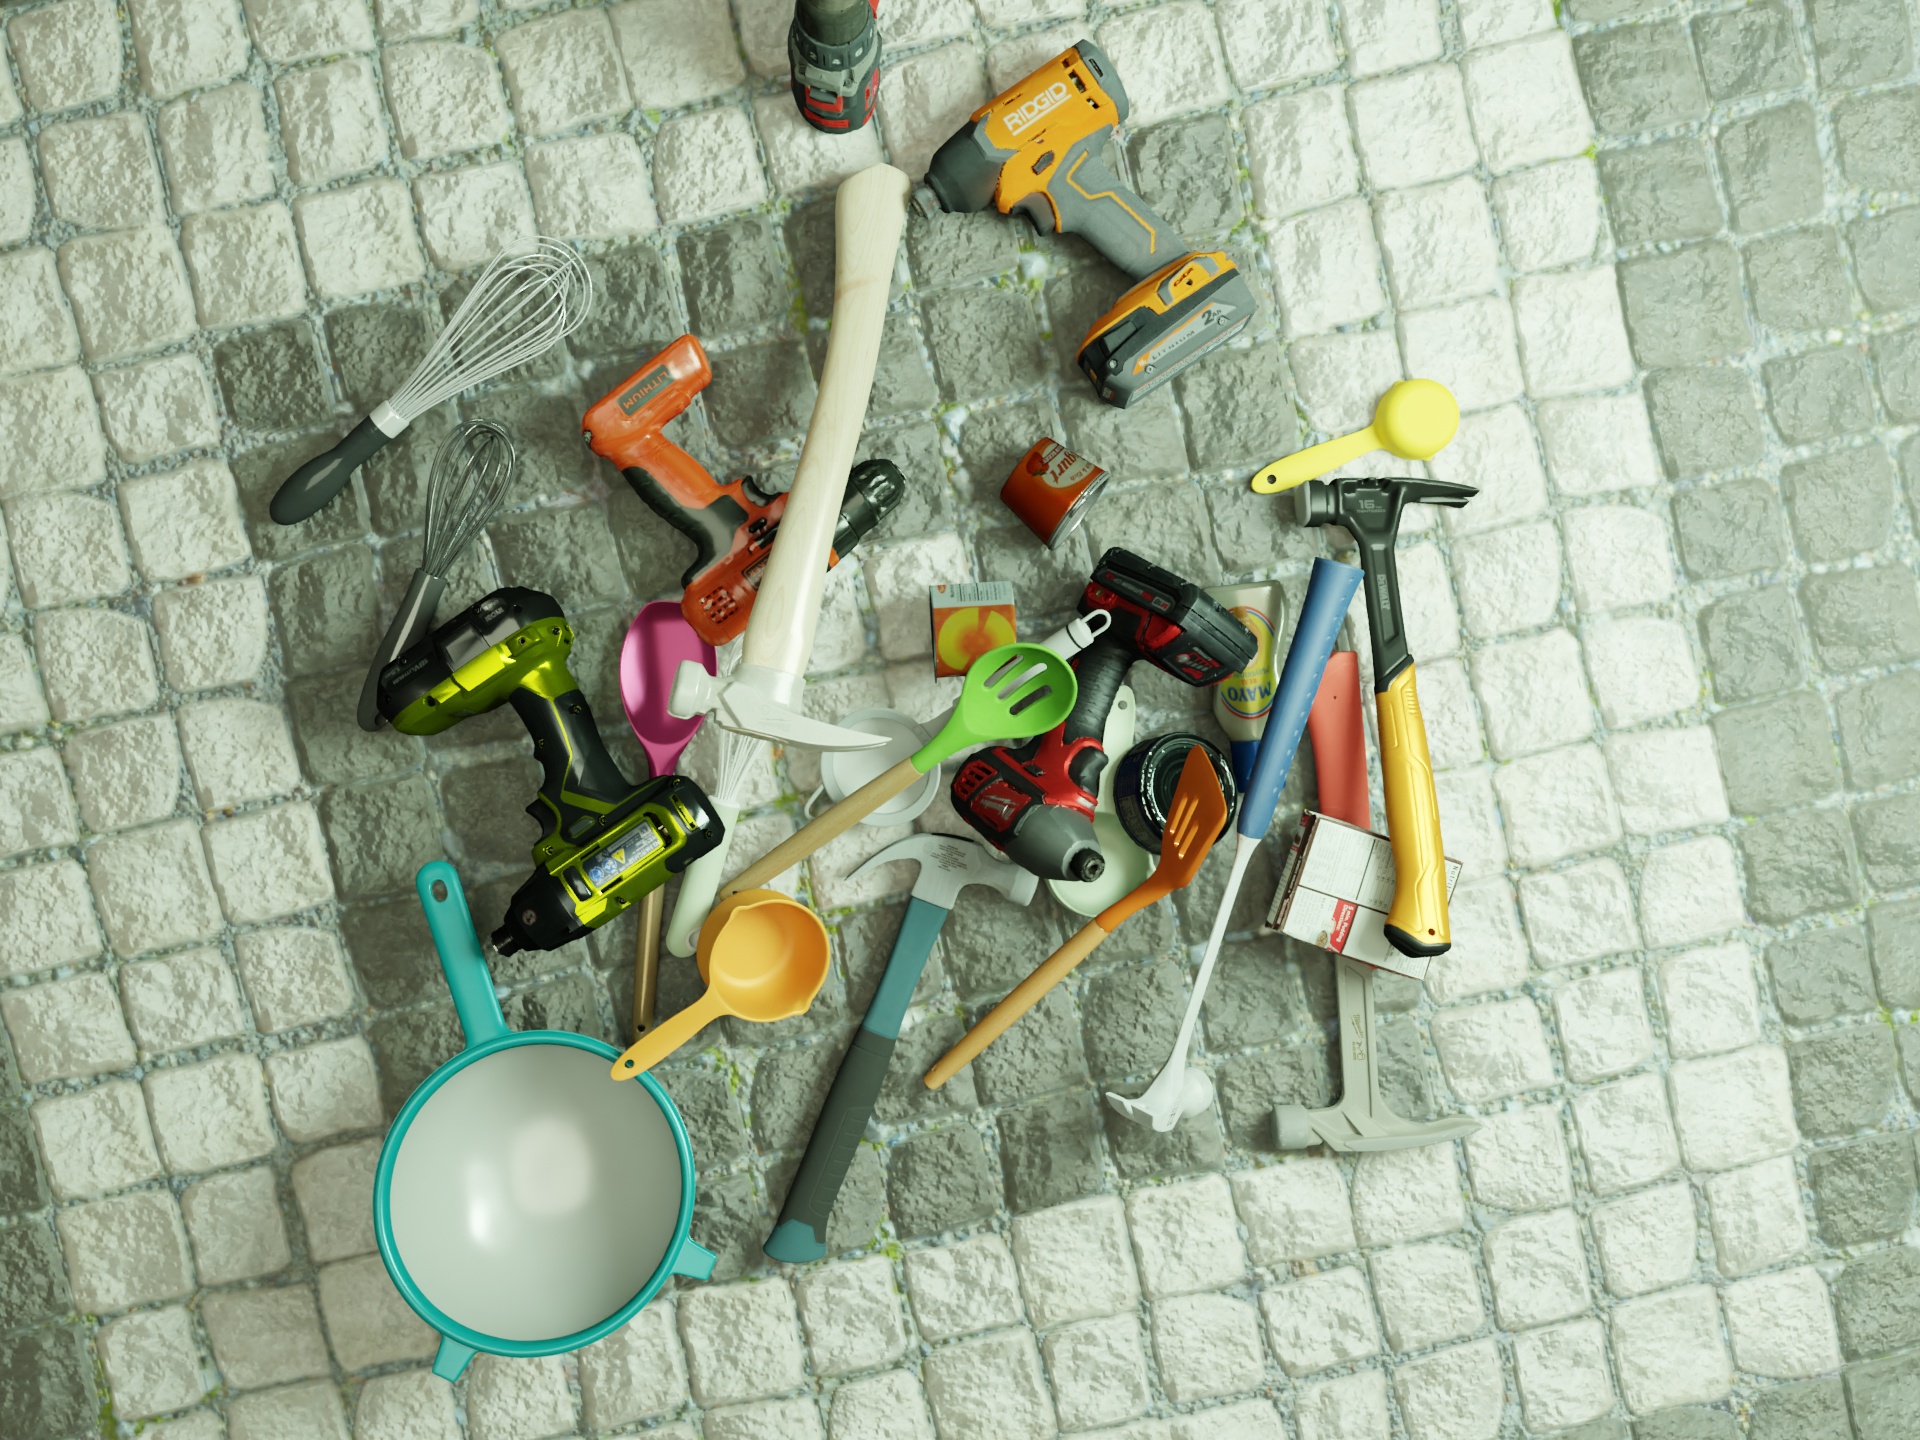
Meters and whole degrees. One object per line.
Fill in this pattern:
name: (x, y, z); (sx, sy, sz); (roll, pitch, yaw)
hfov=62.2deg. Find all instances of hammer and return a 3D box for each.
hammer: (0.191, 0.088, 1.073); (0.035, 0.144, 0.405); (20, 96, 26)
hammer: (0.289, 0.129, 1.143); (0.149, 0.037, 0.359); (-4, 93, -1)
hammer: (0.308, -0.007, 1.092); (0.127, 0.034, 0.337); (-1, 76, -5)
hammer: (-0.080, -0.183, 1.077); (0.146, 0.038, 0.411); (14, 78, -13)
hammer: (-0.062, 0.235, 1.136); (0.128, 0.033, 0.331); (22, 93, 2)

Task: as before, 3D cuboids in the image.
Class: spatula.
spatula: (0.074, 0.150, 1.088); (0.041, 0.081, 0.322); (33, 114, -26)

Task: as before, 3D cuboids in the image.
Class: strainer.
strainer: (-0.310, 0.263, 1.111); (0.211, 0.095, 0.340); (-20, 80, -9)
strainer: (-0.002, -0.004, 1.098); (0.258, 0.050, 0.087); (-33, 95, 21)

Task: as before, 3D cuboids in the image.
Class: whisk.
whisk: (-0.372, -0.101, 1.113); (0.055, 0.055, 0.239); (24, 95, -2)
whisk: (-0.166, 0.050, 1.125); (0.059, 0.057, 0.246); (18, 93, 32)
whisk: (-0.374, -0.231, 1.105); (0.284, 0.070, 0.070); (-39, 93, 4)

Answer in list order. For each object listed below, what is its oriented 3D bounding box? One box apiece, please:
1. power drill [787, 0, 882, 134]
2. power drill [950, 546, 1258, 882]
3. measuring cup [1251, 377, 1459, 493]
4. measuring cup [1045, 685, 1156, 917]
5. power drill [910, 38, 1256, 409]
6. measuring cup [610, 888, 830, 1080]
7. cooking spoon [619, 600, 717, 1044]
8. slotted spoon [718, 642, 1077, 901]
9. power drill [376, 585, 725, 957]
power drill: (-0.061, -0.518, 1.037); (0.080, 0.188, 0.227); (16, 88, -3)
power drill: (0.095, 0.004, 1.079); (0.078, 0.143, 0.219); (33, 93, -39)
measuring cup: (0.282, -0.197, 1.132); (0.156, 0.029, 0.062); (-23, 93, -2)
measuring cup: (0.103, 0.059, 1.139); (0.083, 0.038, 0.168); (11, 79, -5)
power drill: (0.081, -0.333, 1.100); (0.164, 0.084, 0.226); (-34, 88, 0)
measuring cup: (-0.174, 0.186, 1.104); (0.173, 0.052, 0.095); (-36, 112, -14)
cooking spoon: (-0.217, 0.074, 1.136); (0.068, 0.017, 0.319); (4, 92, -11)
slotted spoon: (-0.050, 0.042, 1.089); (0.313, 0.031, 0.070); (-35, 109, 20)
power drill: (-0.290, 0.037, 1.085); (0.171, 0.080, 0.223); (-35, 83, 0)
